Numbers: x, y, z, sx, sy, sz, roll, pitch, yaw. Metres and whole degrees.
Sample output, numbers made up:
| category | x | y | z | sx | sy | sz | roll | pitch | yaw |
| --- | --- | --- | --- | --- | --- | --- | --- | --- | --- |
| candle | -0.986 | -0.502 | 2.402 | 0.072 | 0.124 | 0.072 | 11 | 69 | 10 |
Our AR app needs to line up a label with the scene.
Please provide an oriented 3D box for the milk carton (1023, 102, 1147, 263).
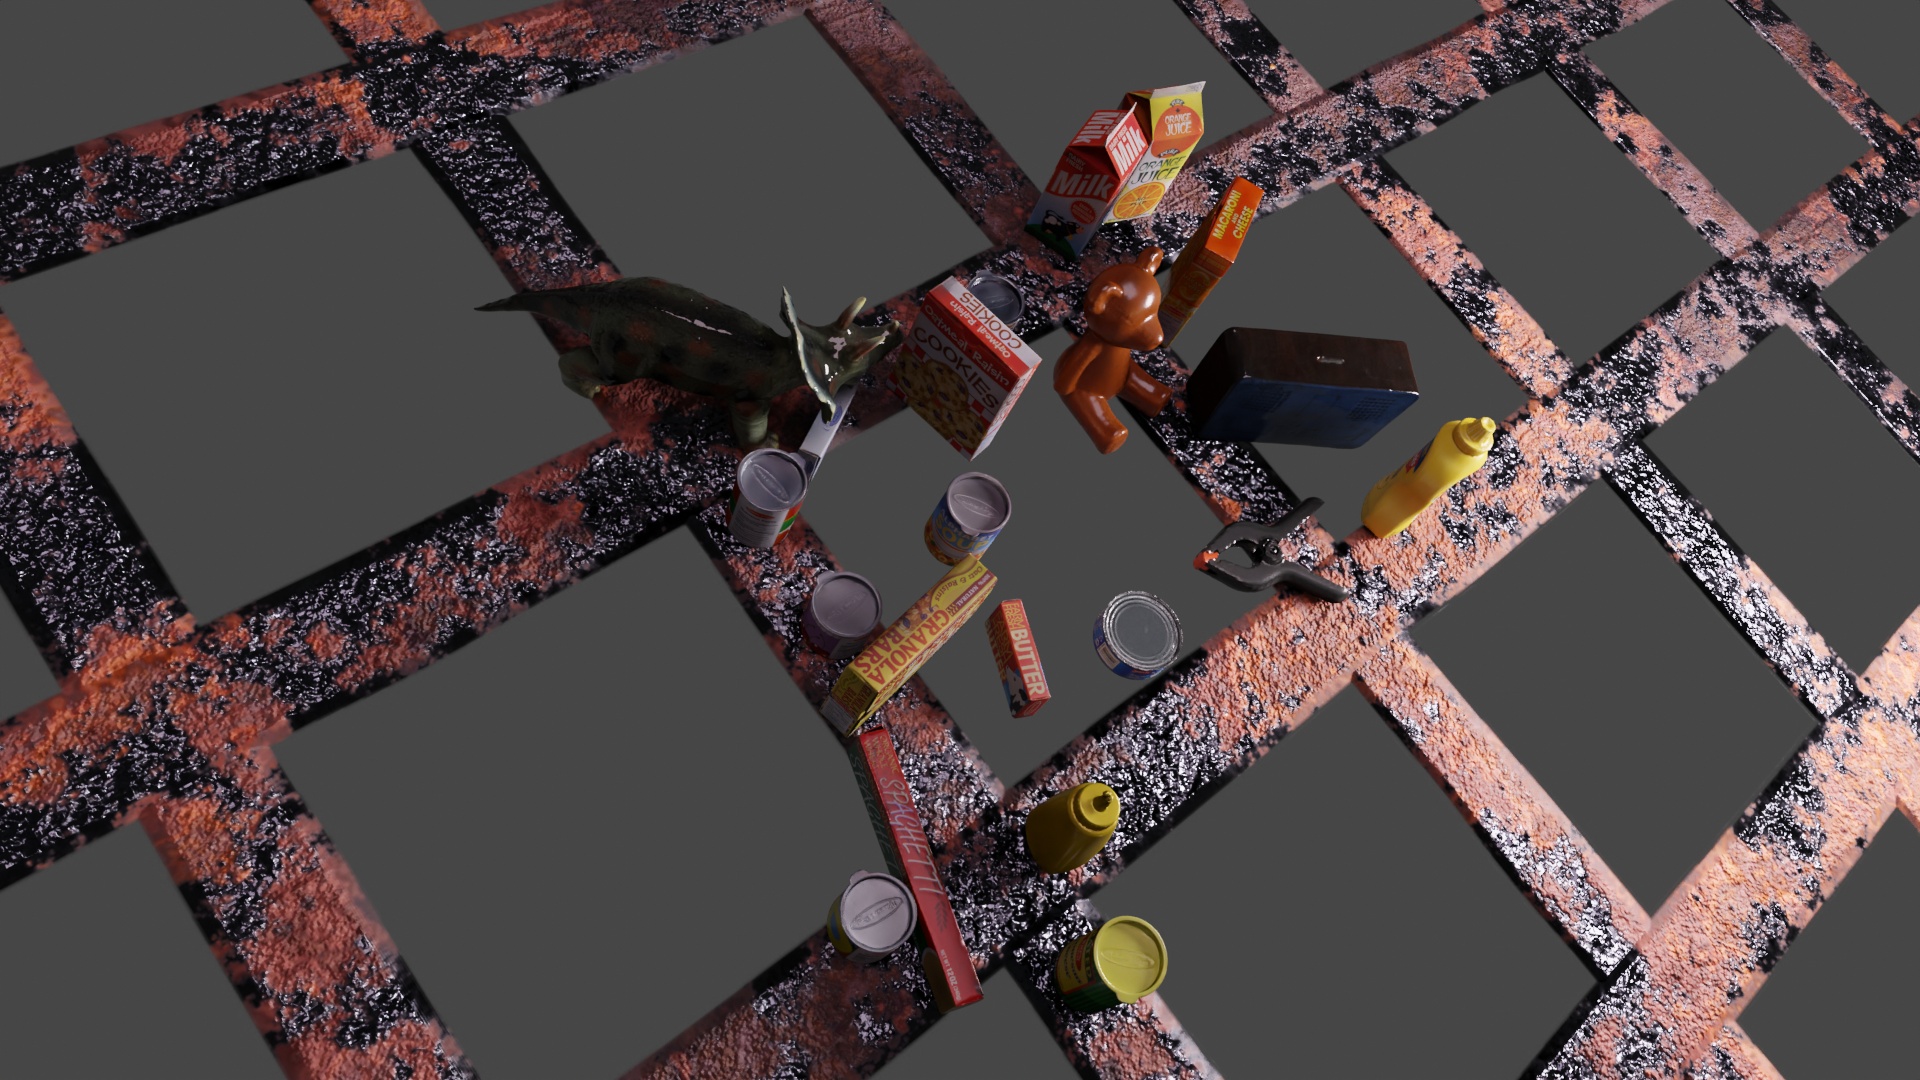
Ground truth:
| category | x | y | z | sx | sy | sz | roll | pitch | yaw |
| --- | --- | --- | --- | --- | --- | --- | --- | --- | --- |
| milk carton | 0.145 | -0.405 | 1.549 | 0.073 | 0.189 | 0.073 | 34 | 59 | 0 |

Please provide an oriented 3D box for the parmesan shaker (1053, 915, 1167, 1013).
| category | x | y | z | sx | sy | sz | roll | pitch | yaw |
| --- | --- | --- | --- | --- | --- | --- | --- | --- | --- |
| parmesan shaker | 0.126 | 0.369 | 1.194 | 0.071 | 0.102 | 0.071 | 8 | 62 | -15 |

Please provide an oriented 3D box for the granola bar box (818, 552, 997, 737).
| category | x | y | z | sx | sy | sz | roll | pitch | yaw |
| --- | --- | --- | --- | --- | --- | --- | --- | --- | --- |
| granola bar box | -0.047 | 0.096 | 1.263 | 0.039 | 0.123 | 0.166 | 44 | 59 | 6 |

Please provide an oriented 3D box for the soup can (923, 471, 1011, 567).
| category | x | y | z | sx | sy | sz | roll | pitch | yaw |
| --- | --- | --- | --- | --- | --- | --- | --- | --- | --- |
| soup can | 0.005 | -0.017 | 1.363 | 0.071 | 0.083 | 0.071 | 8 | 62 | -15 |

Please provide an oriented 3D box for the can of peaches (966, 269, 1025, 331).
| category | x | y | z | sx | sy | sz | roll | pitch | yaw |
| --- | --- | --- | --- | --- | --- | --- | --- | --- | --- |
| can of peaches | 0.029 | -0.248 | 1.506 | 0.071 | 0.057 | 0.071 | 8 | 62 | -15 |

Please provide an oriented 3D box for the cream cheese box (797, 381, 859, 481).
| category | x | y | z | sx | sy | sz | roll | pitch | yaw |
| --- | --- | --- | --- | --- | --- | --- | --- | --- | --- |
| cream cheese box | -0.135 | -0.113 | 1.383 | 0.024 | 0.053 | 0.104 | 26 | 59 | -5 |

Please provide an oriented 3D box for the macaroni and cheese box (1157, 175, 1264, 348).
| category | x | y | z | sx | sy | sz | roll | pitch | yaw |
| --- | --- | --- | --- | --- | --- | --- | --- | --- | --- |
| macaroni and cheese box | 0.269 | -0.310 | 1.556 | 0.040 | 0.165 | 0.124 | 29 | 59 | -3 |

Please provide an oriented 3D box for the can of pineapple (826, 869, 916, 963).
| category | x | y | z | sx | sy | sz | roll | pitch | yaw |
| --- | --- | --- | --- | --- | --- | --- | --- | --- | --- |
| can of pineapple | -0.076 | 0.319 | 1.177 | 0.071 | 0.057 | 0.071 | 8 | 62 | -15 |

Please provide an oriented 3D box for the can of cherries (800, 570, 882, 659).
| category | x | y | z | sx | sy | sz | roll | pitch | yaw |
| --- | --- | --- | --- | --- | --- | --- | --- | --- | --- |
| can of cherries | -0.113 | 0.068 | 1.294 | 0.071 | 0.058 | 0.072 | 8 | 62 | -15 |

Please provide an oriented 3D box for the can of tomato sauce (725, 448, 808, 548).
| category | x | y | z | sx | sy | sz | roll | pitch | yaw |
| --- | --- | --- | --- | --- | --- | --- | --- | --- | --- |
| can of tomato sauce | -0.183 | -0.040 | 1.312 | 0.071 | 0.082 | 0.071 | 8 | 62 | -15 |

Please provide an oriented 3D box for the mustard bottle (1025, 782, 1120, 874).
| category | x | y | z | sx | sy | sz | roll | pitch | yaw |
| --- | --- | --- | --- | --- | --- | --- | --- | --- | --- |
| mustard bottle | 0.105 | 0.246 | 1.216 | 0.049 | 0.159 | 0.065 | -15 | 70 | -25 |

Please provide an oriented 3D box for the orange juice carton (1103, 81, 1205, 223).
| category | x | y | z | sx | sy | sz | roll | pitch | yaw |
| --- | --- | --- | --- | --- | --- | --- | --- | --- | --- |
| orange juice carton | 0.213 | -0.455 | 1.597 | 0.072 | 0.191 | 0.073 | -15 | 70 | -25 |

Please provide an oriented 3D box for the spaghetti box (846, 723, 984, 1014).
| category | x | y | z | sx | sy | sz | roll | pitch | yaw |
| --- | --- | --- | --- | --- | --- | --- | --- | --- | --- |
| spaghetti box | -0.042 | 0.284 | 1.211 | 0.029 | 0.050 | 0.250 | -13 | 69 | -24 |

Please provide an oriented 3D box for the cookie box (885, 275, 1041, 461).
| category | x | y | z | sx | sy | sz | roll | pitch | yaw |
| --- | --- | --- | --- | --- | --- | --- | --- | --- | --- |
| cookie box | -0.001 | -0.168 | 1.390 | 0.123 | 0.166 | 0.040 | 43 | 59 | 6 |

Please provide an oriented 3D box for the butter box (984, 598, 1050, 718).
| category | x | y | z | sx | sy | sz | roll | pitch | yaw |
| --- | --- | --- | --- | --- | --- | --- | --- | --- | --- |
| butter box | 0.054 | 0.113 | 1.330 | 0.024 | 0.053 | 0.104 | -7 | 66 | -22 |
